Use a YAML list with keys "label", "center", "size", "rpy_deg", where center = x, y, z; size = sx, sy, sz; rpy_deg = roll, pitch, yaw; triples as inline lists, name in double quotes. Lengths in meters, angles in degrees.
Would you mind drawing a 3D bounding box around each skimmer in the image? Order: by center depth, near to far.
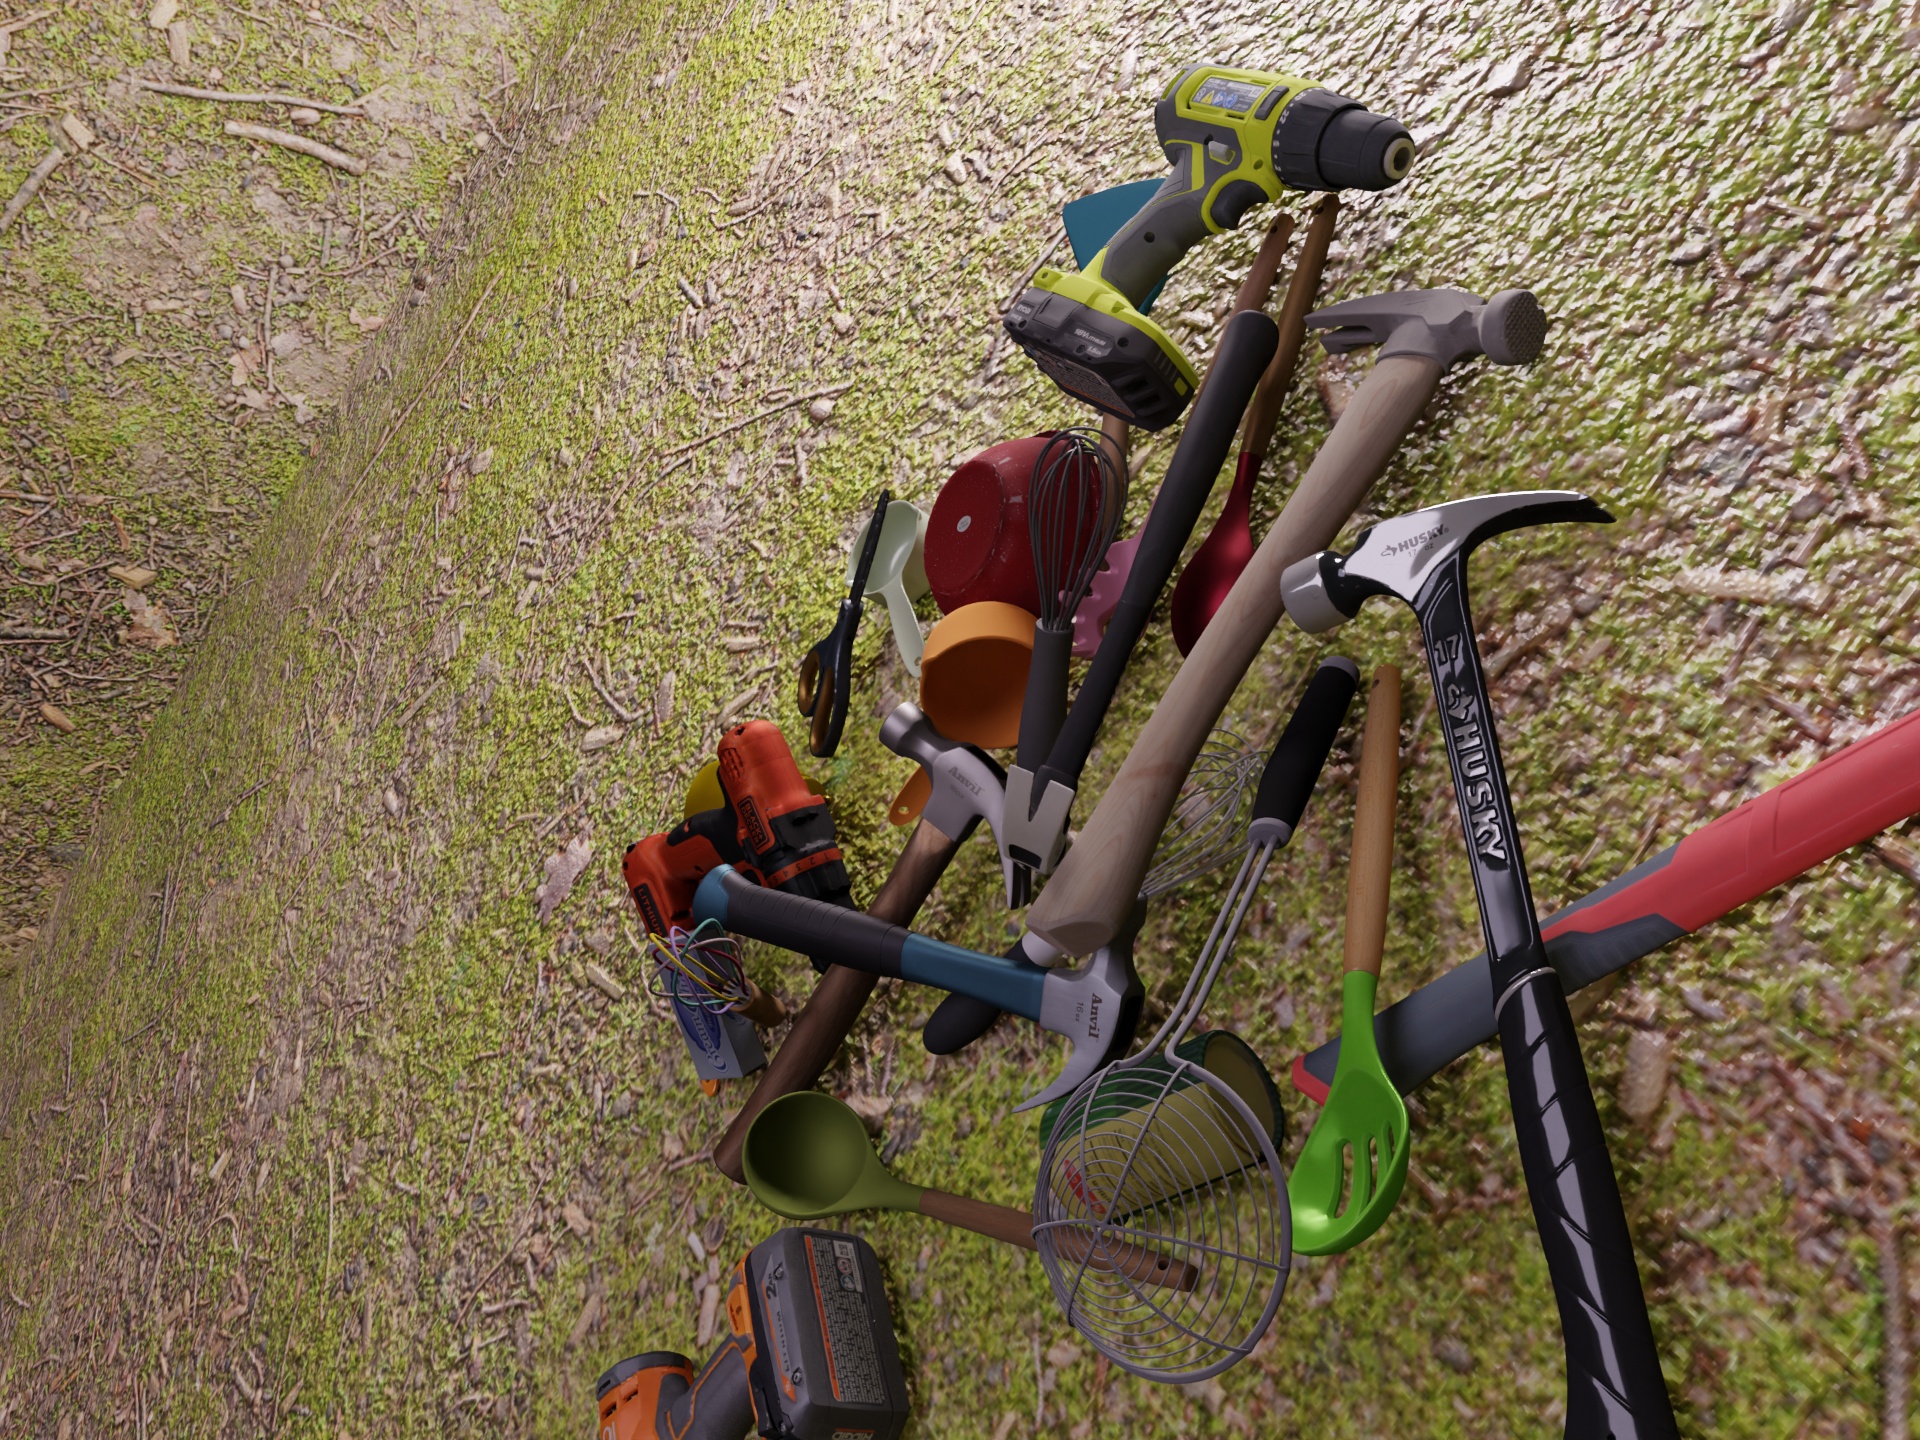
- label: "skimmer"
  center: [0.136, 0.116, 0.734]
  size: [0.127, 0.090, 0.363]
  rpy_deg: [-11, 34, 42]

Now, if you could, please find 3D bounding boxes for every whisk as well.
- label: "whisk"
  center: [0.068, 0.105, 0.883]
  size: [0.284, 0.070, 0.070]
  rpy_deg: [-46, 40, 29]
- label: "whisk"
  center: [0.058, -0.054, 0.919]
  size: [0.055, 0.055, 0.238]
  rpy_deg: [-131, 40, -51]
- label: "whisk"
  center: [-0.143, 0.161, 0.974]
  size: [0.047, 0.244, 0.051]
  rpy_deg: [11, 74, 9]

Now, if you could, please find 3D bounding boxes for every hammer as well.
- label: "hammer"
  center: [0.230, 0.091, 0.645]
  size: [0.149, 0.036, 0.409]
  rpy_deg: [-24, 60, 37]
- label: "hammer"
  center: [0.294, 0.055, 0.656]
  size: [0.386, 0.038, 0.143]
  rpy_deg: [-38, 42, 29]
- label: "hammer"
  center: [0.148, -0.061, 0.829]
  size: [0.146, 0.038, 0.411]
  rpy_deg: [15, 68, 54]
- label: "hammer"
  center: [0.101, -0.076, 0.875]
  size: [0.035, 0.146, 0.335]
  rpy_deg: [23, 80, 10]
- label: "hammer"
  center: [-0.038, 0.131, 0.915]
  size: [0.331, 0.033, 0.128]
  rpy_deg: [9, 96, 40]
- label: "hammer"
  center: [-0.064, 0.159, 0.989]
  size: [0.130, 0.031, 0.331]
  rpy_deg: [37, 108, 20]

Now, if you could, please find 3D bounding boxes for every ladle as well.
- label: "ladle"
  center: [-0.006, 0.262, 0.872]
  size: [0.320, 0.062, 0.078]
  rpy_deg: [-2, 43, 46]
- label: "ladle"
  center: [0.181, -0.178, 0.942]
  size: [0.069, 0.031, 0.315]
  rpy_deg: [-1, 66, 53]

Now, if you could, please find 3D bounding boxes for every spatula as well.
- label: "spatula"
  center: [0.097, -0.210, 1.043]
  size: [0.082, 0.044, 0.318]
  rpy_deg: [-6, 65, 29]

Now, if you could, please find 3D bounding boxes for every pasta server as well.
- label: "pasta server"
  center: [0.140, -0.176, 0.978]
  size: [0.060, 0.040, 0.316]
  rpy_deg: [17, 81, 40]

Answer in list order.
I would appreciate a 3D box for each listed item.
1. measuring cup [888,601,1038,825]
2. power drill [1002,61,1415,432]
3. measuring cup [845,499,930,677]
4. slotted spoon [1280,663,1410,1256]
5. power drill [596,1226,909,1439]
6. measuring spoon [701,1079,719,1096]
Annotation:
- label: "measuring cup"
  center: [-0.002, -0.003, 1.014]
  size: [0.173, 0.095, 0.052]
  rpy_deg: [-54, 21, 35]
- label: "power drill"
  center: [0.150, -0.295, 0.973]
  size: [0.228, 0.080, 0.191]
  rpy_deg: [-52, 43, 0]
- label: "measuring cup"
  center: [-0.034, -0.086, 1.130]
  size: [0.083, 0.038, 0.168]
  rpy_deg: [-41, 44, 26]
- label: "slotted spoon"
  center: [0.185, 0.094, 0.719]
  size: [0.070, 0.031, 0.314]
  rpy_deg: [-42, 25, 48]
- label: "power drill"
  center: [-0.128, 0.411, 0.908]
  size: [0.226, 0.084, 0.164]
  rpy_deg: [-47, 41, 27]
- label: "measuring spoon"
  center: [-0.187, 0.219, 1.145]
  size: [0.021, 0.011, 0.117]
  rpy_deg: [-42, 42, 25]
